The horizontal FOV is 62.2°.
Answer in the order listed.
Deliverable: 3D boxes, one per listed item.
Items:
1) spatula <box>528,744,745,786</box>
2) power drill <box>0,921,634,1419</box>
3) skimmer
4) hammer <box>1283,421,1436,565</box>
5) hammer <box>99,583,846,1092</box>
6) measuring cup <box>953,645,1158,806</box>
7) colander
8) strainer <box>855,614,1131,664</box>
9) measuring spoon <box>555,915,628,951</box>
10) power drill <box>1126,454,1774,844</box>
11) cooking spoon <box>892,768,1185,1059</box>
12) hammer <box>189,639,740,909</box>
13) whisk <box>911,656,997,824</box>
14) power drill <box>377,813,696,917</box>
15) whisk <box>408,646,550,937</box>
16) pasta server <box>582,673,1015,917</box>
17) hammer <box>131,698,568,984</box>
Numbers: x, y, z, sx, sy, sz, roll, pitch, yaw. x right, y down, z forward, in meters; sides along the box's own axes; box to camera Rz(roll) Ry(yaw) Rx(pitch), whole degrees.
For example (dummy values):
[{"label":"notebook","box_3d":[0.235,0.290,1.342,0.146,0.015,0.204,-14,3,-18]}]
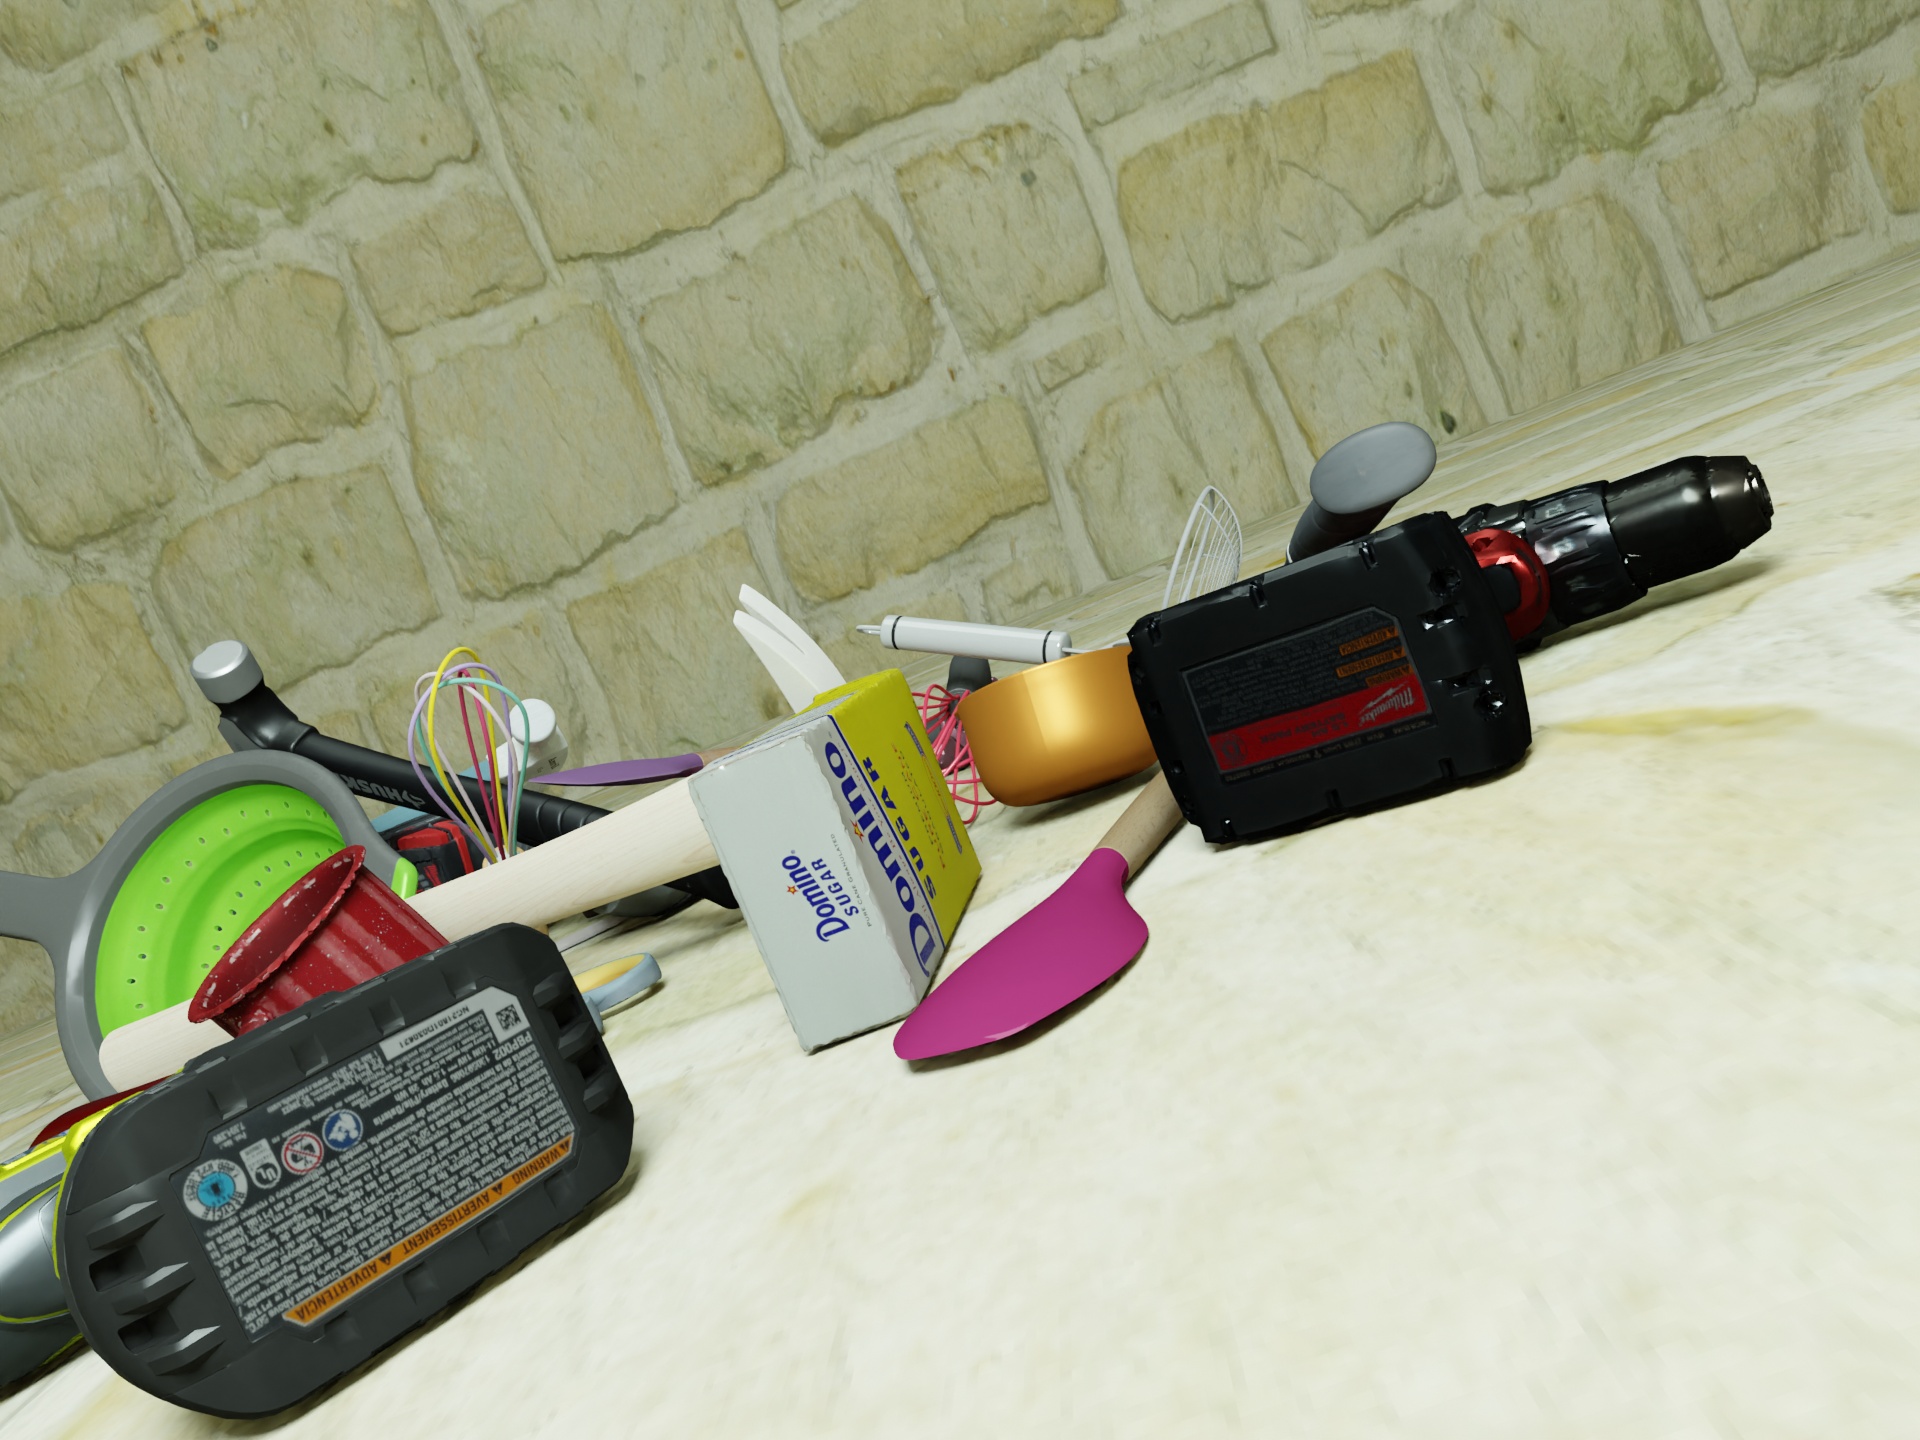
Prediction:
[{"label":"spatula","box_3d":[-0.153,0.026,0.985,0.060,0.018,0.316,1,3,25]},{"label":"power drill","box_3d":[-0.194,0.124,0.469,0.190,0.080,0.228,-27,4,-42]},{"label":"skimmer","box_3d":[0.057,-0.056,1.176,0.363,0.090,0.127,-26,-27,-11]},{"label":"hammer","box_3d":[0.177,-0.080,0.783,0.149,0.036,0.409,-18,-6,3]},{"label":"hammer","box_3d":[-0.224,0.079,0.711,0.410,0.146,0.038,-23,29,14]},{"label":"measuring cup","box_3d":[0.061,0.010,0.741,0.095,0.052,0.173,-19,-12,17]},{"label":"colander","box_3d":[-0.448,0.120,0.888,0.397,0.205,0.094,5,-18,22]},{"label":"strainer","box_3d":[0.059,-0.035,0.836,0.258,0.050,0.086,7,-2,25]},{"label":"measuring spoon","box_3d":[-0.246,0.130,0.935,0.124,0.018,0.034,-24,5,-21]},{"label":"power drill","box_3d":[0.179,-0.039,0.565,0.188,0.080,0.226,-19,3,34]},{"label":"cooking spoon","box_3d":[0.057,0.042,0.545,0.069,0.017,0.319,-19,6,26]},{"label":"hammer","box_3d":[-0.254,0.047,0.838,0.335,0.146,0.035,12,47,25]},{"label":"whisk","box_3d":[-0.001,-0.003,0.868,0.073,0.073,0.296,-22,10,9]},{"label":"power drill","box_3d":[-0.239,0.085,0.945,0.220,0.078,0.143,-7,10,29]},{"label":"whisk","box_3d":[-0.221,0.053,0.768,0.051,0.047,0.244,-12,-38,-13]},{"label":"pasta server","box_3d":[-0.100,0.053,1.011,0.316,0.040,0.060,-23,16,3]},{"label":"hammer","box_3d":[-0.410,0.089,1.039,0.331,0.033,0.128,-29,-11,-16]}]
